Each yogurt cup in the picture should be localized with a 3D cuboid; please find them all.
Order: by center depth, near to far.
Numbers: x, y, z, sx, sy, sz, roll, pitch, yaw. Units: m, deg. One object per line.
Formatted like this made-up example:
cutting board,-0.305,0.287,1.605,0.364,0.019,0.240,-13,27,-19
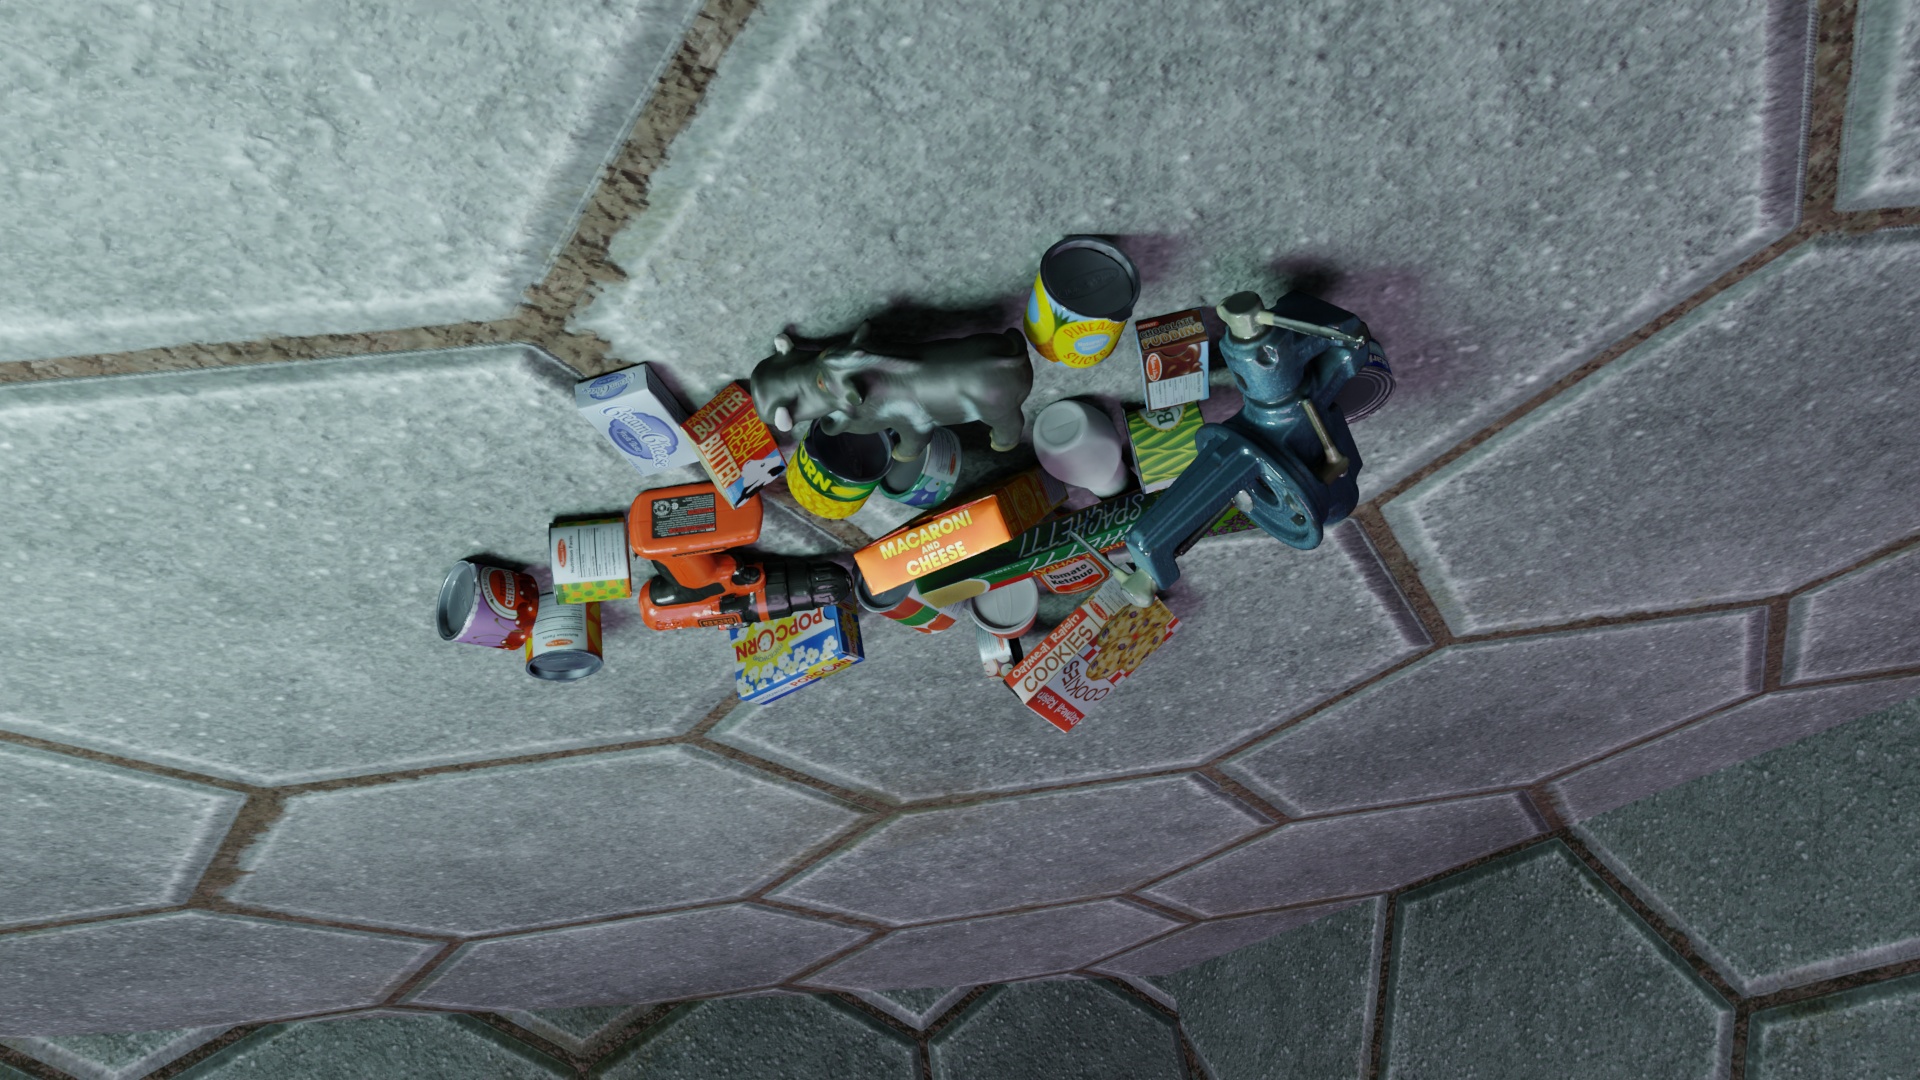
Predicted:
yogurt cup,0.043,0.061,1.312,0.072,0.072,0.054,-12,161,4

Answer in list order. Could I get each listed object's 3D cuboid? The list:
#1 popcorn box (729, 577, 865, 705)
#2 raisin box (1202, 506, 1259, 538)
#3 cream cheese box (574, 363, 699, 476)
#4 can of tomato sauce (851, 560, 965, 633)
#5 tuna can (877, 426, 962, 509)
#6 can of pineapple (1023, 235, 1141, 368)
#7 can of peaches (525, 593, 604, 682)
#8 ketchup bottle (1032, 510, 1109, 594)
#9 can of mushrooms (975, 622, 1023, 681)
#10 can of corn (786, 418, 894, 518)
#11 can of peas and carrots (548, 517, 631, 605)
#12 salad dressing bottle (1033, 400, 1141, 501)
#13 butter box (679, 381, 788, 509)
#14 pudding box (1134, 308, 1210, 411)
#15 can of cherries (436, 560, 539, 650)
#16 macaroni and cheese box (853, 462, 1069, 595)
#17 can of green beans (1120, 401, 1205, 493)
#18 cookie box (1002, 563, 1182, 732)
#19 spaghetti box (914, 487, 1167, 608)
popcorn box,-0.152,0.089,1.270,0.126,0.085,0.038,-26,150,26
raisin box,0.246,-0.052,1.193,0.086,0.040,0.123,-10,154,1
cream cheese box,-0.223,-0.084,0.977,0.053,0.024,0.103,-16,153,7
can of tomato sauce,-0.046,0.043,1.241,0.071,0.071,0.083,-24,151,25
tuna can,-0.034,-0.058,1.050,0.033,0.071,0.071,17,142,-41
can of pineapple,0.078,-0.152,0.902,0.071,0.071,0.057,-4,153,-12
can of peaches,-0.349,0.086,1.223,0.071,0.058,0.071,-9,153,-4
ketchup bottle,0.083,0.002,1.233,0.064,0.044,0.148,-19,151,16
can of mushrooms,0.040,0.108,1.396,0.033,0.071,0.071,-15,153,10
can of corn,-0.092,-0.057,1.029,0.071,0.071,0.058,3,150,-25
can of peas and carrots,-0.293,0.016,1.101,0.059,0.071,0.070,-5,152,-11
salad dressing bottle,0.107,-0.064,1.115,0.064,0.044,0.147,-22,153,18
butter box,-0.162,-0.067,1.006,0.053,0.024,0.103,-41,156,-12
pudding box,0.156,-0.131,1.016,0.050,0.030,0.083,-12,153,5
can of cherries,-0.386,0.053,1.137,0.058,0.072,0.071,16,143,-42
macaroni and cheese box,0.004,-0.014,1.088,0.123,0.040,0.167,-22,-176,21
can of green beans,0.163,-0.075,1.086,0.058,0.071,0.071,-15,153,6
cookie box,0.134,0.111,1.391,0.167,0.040,0.122,-44,148,3
spaghetti box,0.083,0.001,1.149,0.250,0.029,0.050,-19,159,11
